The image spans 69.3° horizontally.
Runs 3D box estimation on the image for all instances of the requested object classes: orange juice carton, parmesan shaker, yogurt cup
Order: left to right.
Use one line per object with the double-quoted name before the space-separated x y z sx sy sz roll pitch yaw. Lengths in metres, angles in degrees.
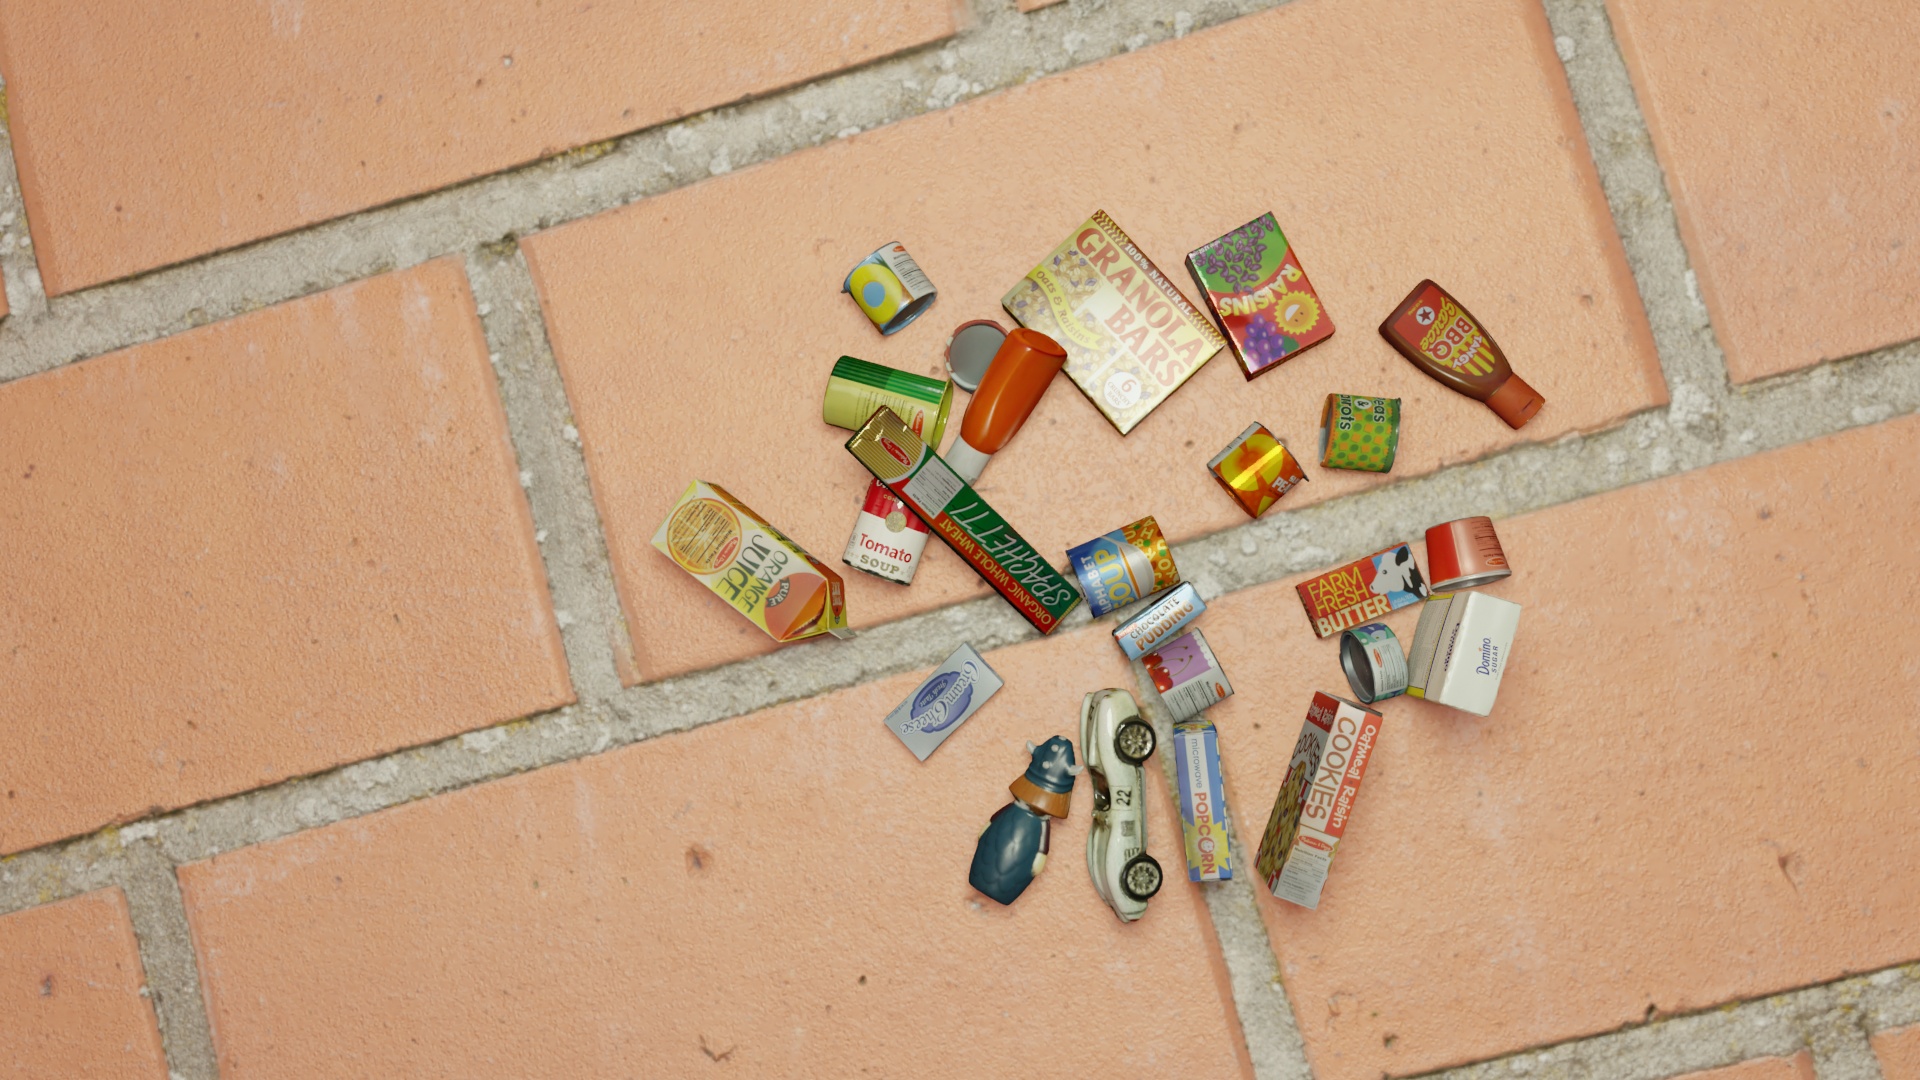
"orange juice carton" -0.175 0.030 1.250 0.193 0.072 0.073 36 92 6
"parmesan shaker" -0.064 -0.126 1.248 0.103 0.071 0.071 16 89 7
"yogurt cup" 0.434 0.011 1.196 0.072 0.072 0.054 -11 79 5

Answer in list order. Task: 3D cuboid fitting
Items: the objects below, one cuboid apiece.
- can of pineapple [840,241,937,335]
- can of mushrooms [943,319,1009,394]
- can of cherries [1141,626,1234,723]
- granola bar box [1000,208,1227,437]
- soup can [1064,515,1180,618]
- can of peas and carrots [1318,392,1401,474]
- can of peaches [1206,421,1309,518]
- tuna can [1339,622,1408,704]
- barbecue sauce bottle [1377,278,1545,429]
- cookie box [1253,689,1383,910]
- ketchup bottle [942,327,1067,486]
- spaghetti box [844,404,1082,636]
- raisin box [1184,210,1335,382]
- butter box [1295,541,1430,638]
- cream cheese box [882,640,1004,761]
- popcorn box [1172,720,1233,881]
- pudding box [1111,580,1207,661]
"can of pineapple" -0.064 -0.226 1.255 0.071 0.071 0.058 -38 85 3
"can of mushrooms" 0.019 -0.168 1.259 0.071 0.033 0.071 0 88 6
"can of cherries" 0.197 0.117 1.215 0.058 0.071 0.071 -29 85 5
"granola bar box" 0.137 -0.194 1.246 0.124 0.039 0.165 -42 84 3
"soup can" 0.143 0.024 1.219 0.084 0.071 0.071 -23 86 4
"can of peas and carrots" 0.346 -0.095 1.205 0.059 0.071 0.071 6 88 6
"can of peaches" 0.259 -0.059 1.214 0.058 0.071 0.071 -41 85 3
"tuna can" 0.356 0.105 1.198 0.033 0.071 0.071 -14 86 -6
"barbecue sauce bottle" 0.441 -0.158 1.212 0.148 0.043 0.065 43 91 5
"cookie box" 0.300 0.213 1.169 0.040 0.123 0.167 20 90 5
"ketchup bottle" 0.034 -0.116 1.227 0.043 0.065 0.148 48 118 30
"spaghetti box" 0.004 -0.015 1.210 0.249 0.029 0.050 44 85 -16
"raisin box" 0.265 -0.216 1.235 0.086 0.040 0.123 -27 84 3
"butter box" 0.353 0.044 1.221 0.103 0.024 0.053 -22 86 4
"cream cheese box" -0.014 0.145 1.253 0.104 0.024 0.053 -44 86 2
"popcorn box" 0.208 0.222 1.197 0.038 0.085 0.126 -6 88 7
"pudding box" 0.175 0.070 1.225 0.083 0.049 0.030 -35 86 3
